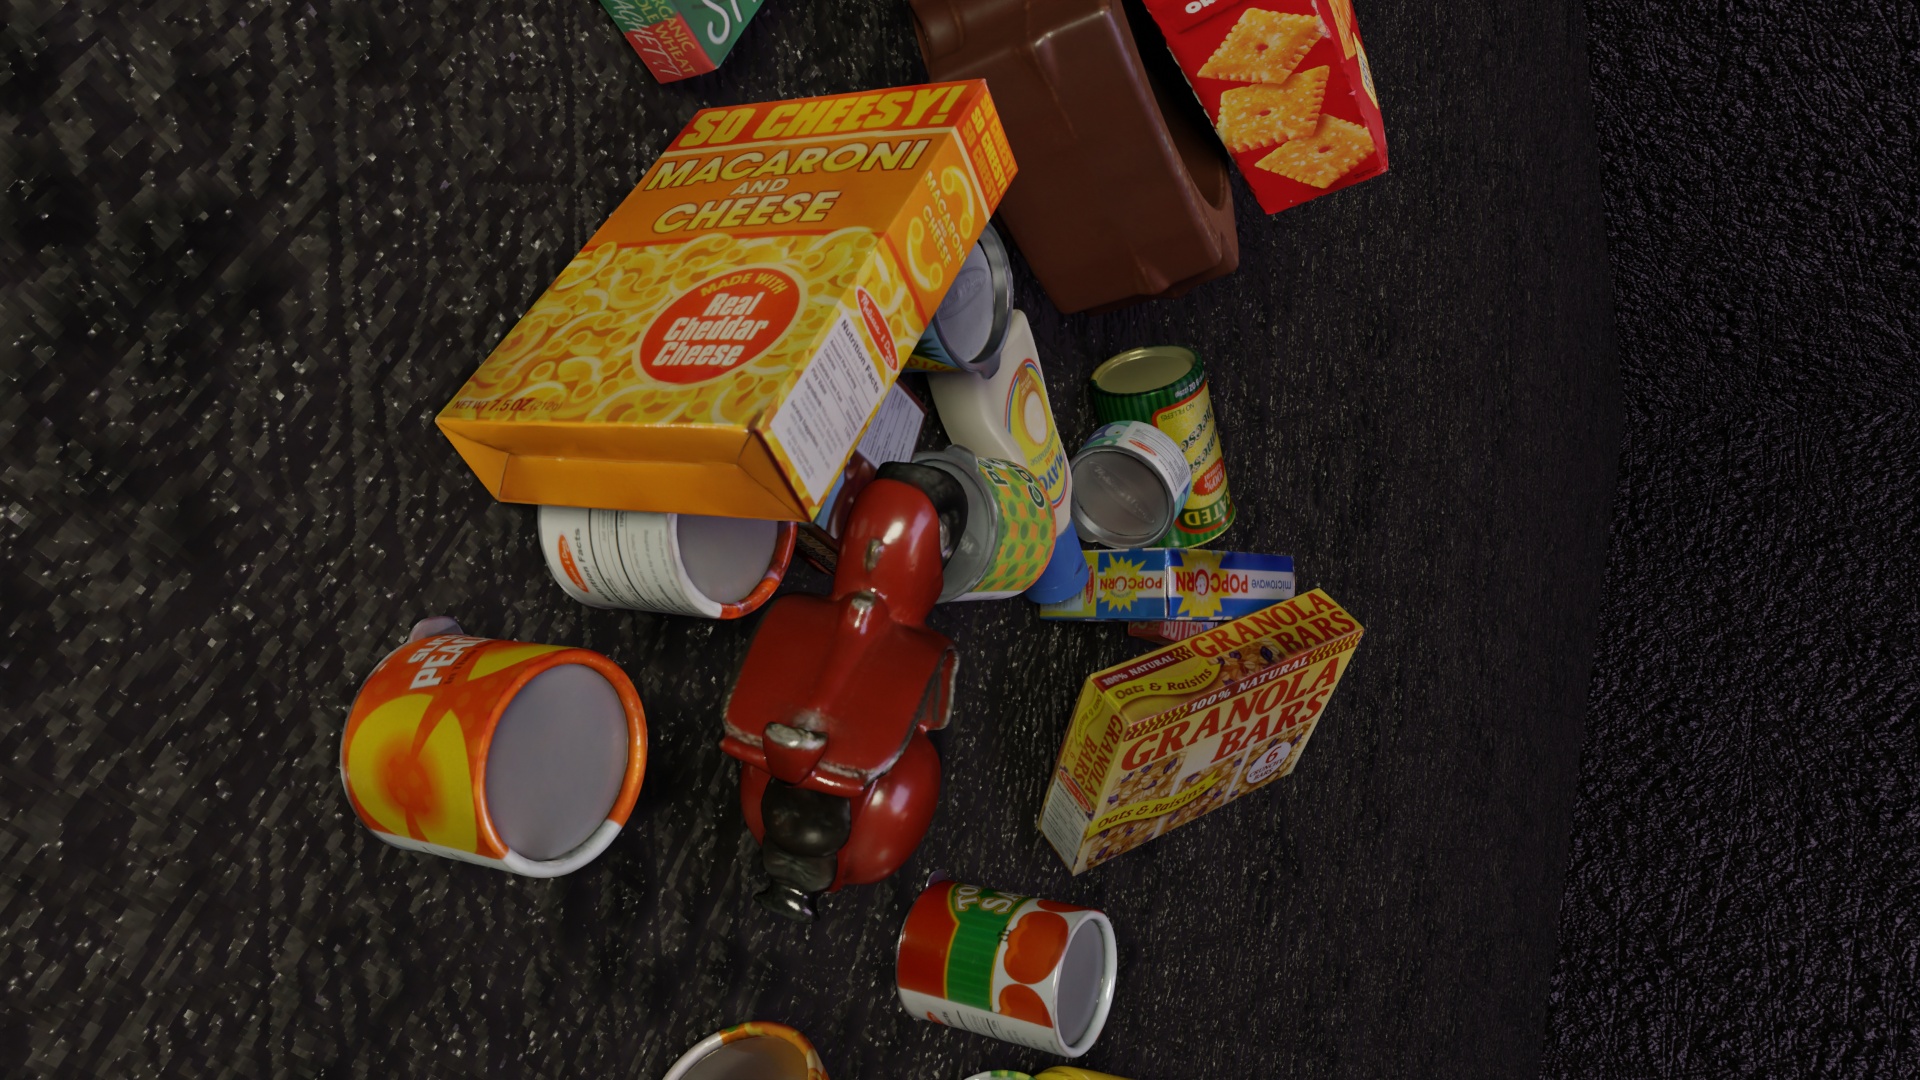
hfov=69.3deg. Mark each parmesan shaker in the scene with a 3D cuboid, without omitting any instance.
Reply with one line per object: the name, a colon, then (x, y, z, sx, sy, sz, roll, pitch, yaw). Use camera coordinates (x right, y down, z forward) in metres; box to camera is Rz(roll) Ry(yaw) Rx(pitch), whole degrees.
parmesan shaker: (0.115, -0.052, 0.803, 0.072, 0.071, 0.102, -51, 133, -45)

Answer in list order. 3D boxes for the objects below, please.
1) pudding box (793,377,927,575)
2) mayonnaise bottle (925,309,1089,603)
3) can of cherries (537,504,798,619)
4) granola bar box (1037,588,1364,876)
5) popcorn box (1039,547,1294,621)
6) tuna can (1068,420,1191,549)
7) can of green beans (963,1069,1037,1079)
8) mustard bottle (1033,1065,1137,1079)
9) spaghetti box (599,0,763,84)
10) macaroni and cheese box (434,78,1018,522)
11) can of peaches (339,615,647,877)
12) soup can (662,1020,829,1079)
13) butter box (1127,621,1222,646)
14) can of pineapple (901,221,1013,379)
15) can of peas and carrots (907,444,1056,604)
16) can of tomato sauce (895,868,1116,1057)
pudding box: (-0.047, -0.032, 0.573, 0.049, 0.030, 0.084, 45, 54, -51)
mayonnaise bottle: (0.028, -0.036, 0.684, 0.065, 0.041, 0.147, -56, 136, -43)
can of cherries: (-0.096, -0.010, 0.468, 0.071, 0.058, 0.071, -6, 97, -58)
granola bar box: (0.128, 0.101, 0.748, 0.166, 0.039, 0.123, -17, 138, -31)
popcorn box: (0.116, 0.026, 0.766, 0.127, 0.085, 0.038, 4, 86, -46)
tuna can: (0.090, -0.029, 0.766, 0.033, 0.071, 0.070, -48, 131, -47)
can of green beans: (0.021, 0.299, 0.666, 0.071, 0.071, 0.057, -47, 130, -47)
mustard bottle: (0.070, 0.315, 0.756, 0.160, 0.065, 0.049, 34, 57, -48)
spaghetti box: (-0.065, -0.273, 0.532, 0.050, 0.028, 0.251, 56, 46, -43)
macaroni and cheese box: (-0.069, -0.081, 0.445, 0.167, 0.123, 0.040, -63, 144, -35)
can of peaches: (-0.135, 0.060, 0.407, 0.071, 0.058, 0.071, -7, 98, -58)
soup can: (-0.068, 0.232, 0.513, 0.072, 0.071, 0.083, -50, 132, -45)
butter box: (0.139, 0.042, 0.885, 0.103, 0.024, 0.053, 20, 74, -58)
can of pineapple: (-0.018, -0.102, 0.589, 0.071, 0.058, 0.071, -6, 97, -58)
can of peas and carrots: (0.002, -0.008, 0.618, 0.059, 0.071, 0.071, 2, 90, -59)
can of tomato sauce: (0.022, 0.196, 0.647, 0.071, 0.083, 0.071, -7, 98, -58)
